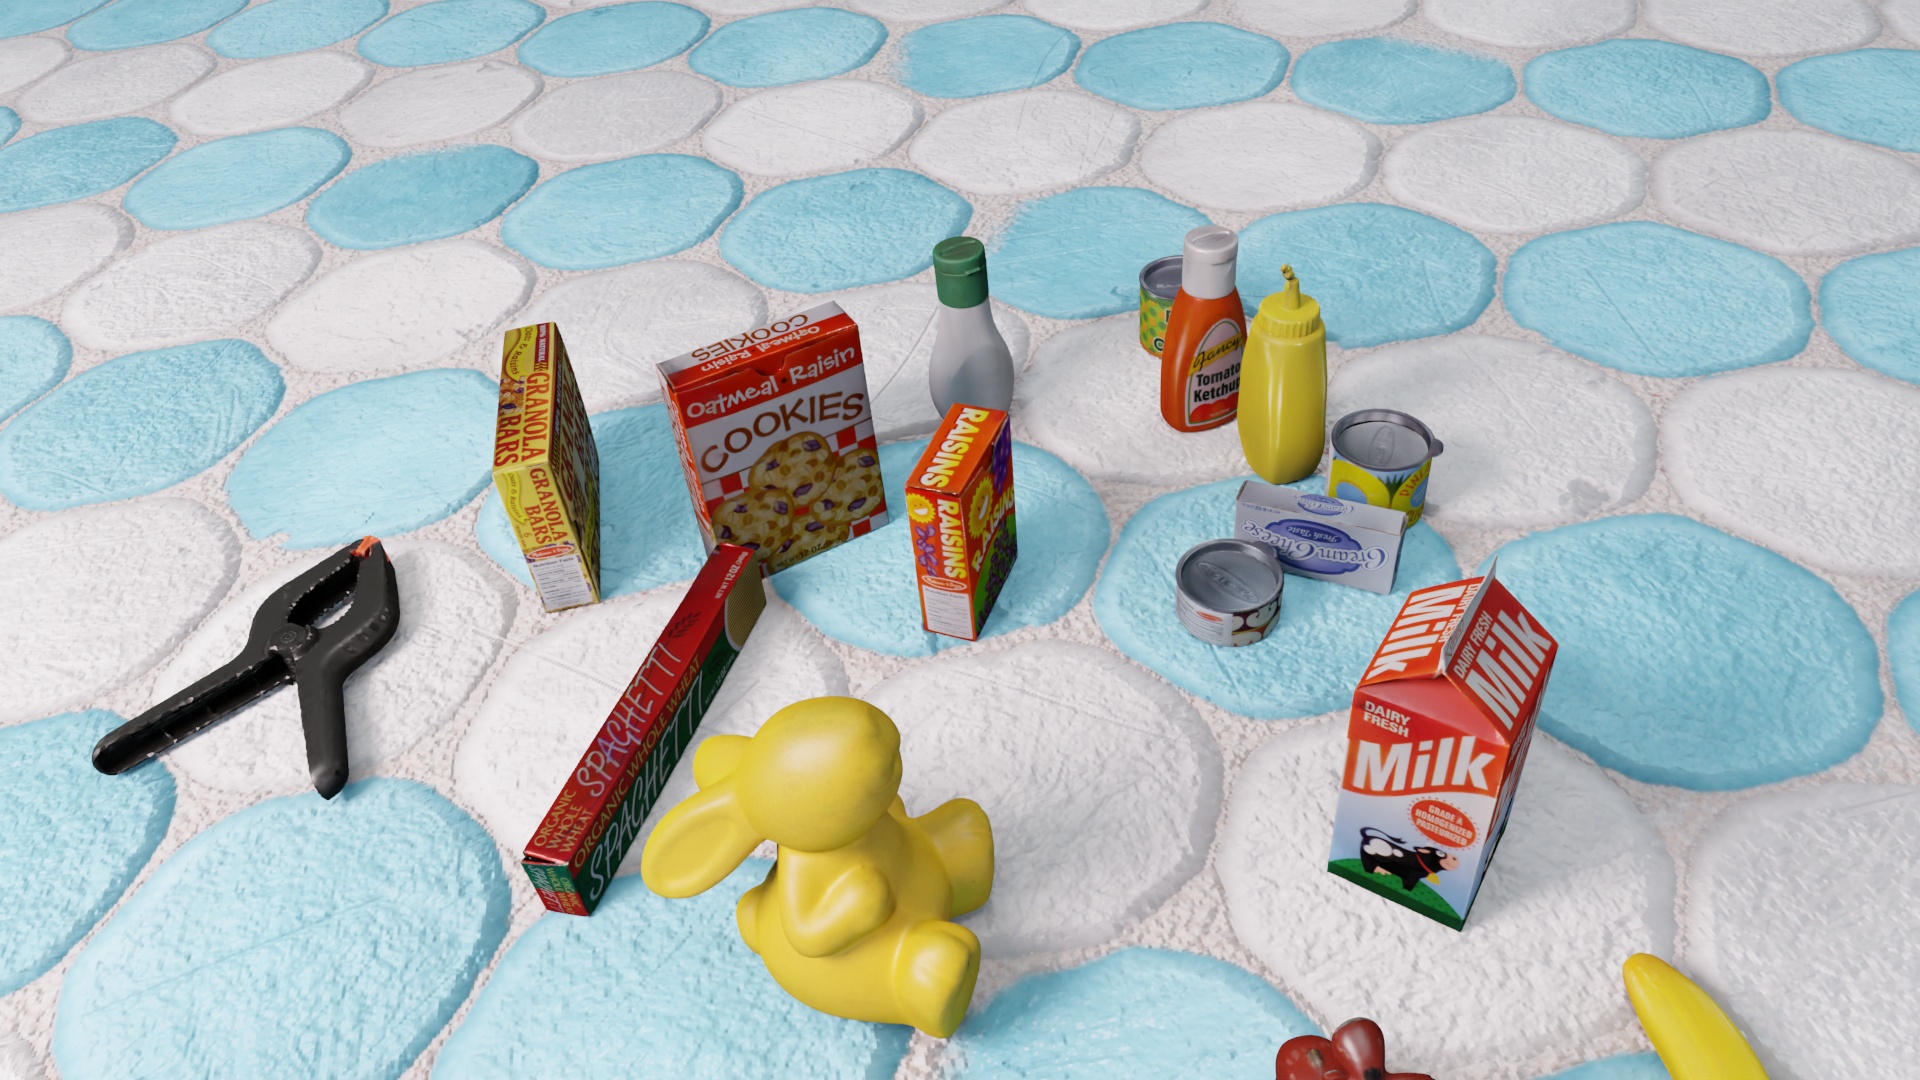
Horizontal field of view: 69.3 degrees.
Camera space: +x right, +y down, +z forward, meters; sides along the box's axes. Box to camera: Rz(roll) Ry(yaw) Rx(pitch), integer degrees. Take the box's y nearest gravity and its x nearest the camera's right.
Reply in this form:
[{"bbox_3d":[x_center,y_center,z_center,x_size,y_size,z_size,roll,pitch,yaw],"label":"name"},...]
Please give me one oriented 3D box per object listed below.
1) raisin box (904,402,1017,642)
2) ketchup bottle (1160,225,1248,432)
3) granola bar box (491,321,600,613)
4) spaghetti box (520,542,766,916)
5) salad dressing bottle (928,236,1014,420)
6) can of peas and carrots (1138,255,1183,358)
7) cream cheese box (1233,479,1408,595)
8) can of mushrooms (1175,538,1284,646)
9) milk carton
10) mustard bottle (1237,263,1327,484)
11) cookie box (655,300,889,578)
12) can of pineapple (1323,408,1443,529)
[{"bbox_3d":[0.003,-0.011,0.864,0.040,0.122,0.086,11,44,19],"label":"raisin box"},{"bbox_3d":[0.173,-0.149,0.980,0.065,0.148,0.044,-20,43,-15],"label":"ketchup bottle"},{"bbox_3d":[-0.277,-0.052,0.943,0.039,0.123,0.166,-11,42,-5],"label":"granola bar box"},{"bbox_3d":[-0.177,0.102,0.813,0.029,0.050,0.251,8,43,15],"label":"spaghetti box"},{"bbox_3d":[0.005,-0.146,0.997,0.064,0.146,0.044,-24,45,-19],"label":"salad dressing bottle"},{"bbox_3d":[0.173,-0.179,1.082,0.071,0.058,0.071,-3,42,3],"label":"can of peas and carrots"},{"bbox_3d":[0.226,-0.002,0.881,0.104,0.053,0.024,13,45,20],"label":"cream cheese box"},{"bbox_3d":[0.169,0.031,0.865,0.071,0.033,0.071,-3,42,3],"label":"can of mushrooms"},{"bbox_3d":[0.231,0.096,0.668,0.073,0.189,0.073,21,48,27],"label":"milk carton"},{"bbox_3d":[0.217,-0.114,0.927,0.049,0.159,0.065,-15,42,-10],"label":"mustard bottle"},{"bbox_3d":[-0.117,-0.059,0.899,0.123,0.166,0.040,-24,45,-19],"label":"cookie box"},{"bbox_3d":[0.278,-0.044,0.919,0.071,0.057,0.071,-3,42,3],"label":"can of pineapple"}]
